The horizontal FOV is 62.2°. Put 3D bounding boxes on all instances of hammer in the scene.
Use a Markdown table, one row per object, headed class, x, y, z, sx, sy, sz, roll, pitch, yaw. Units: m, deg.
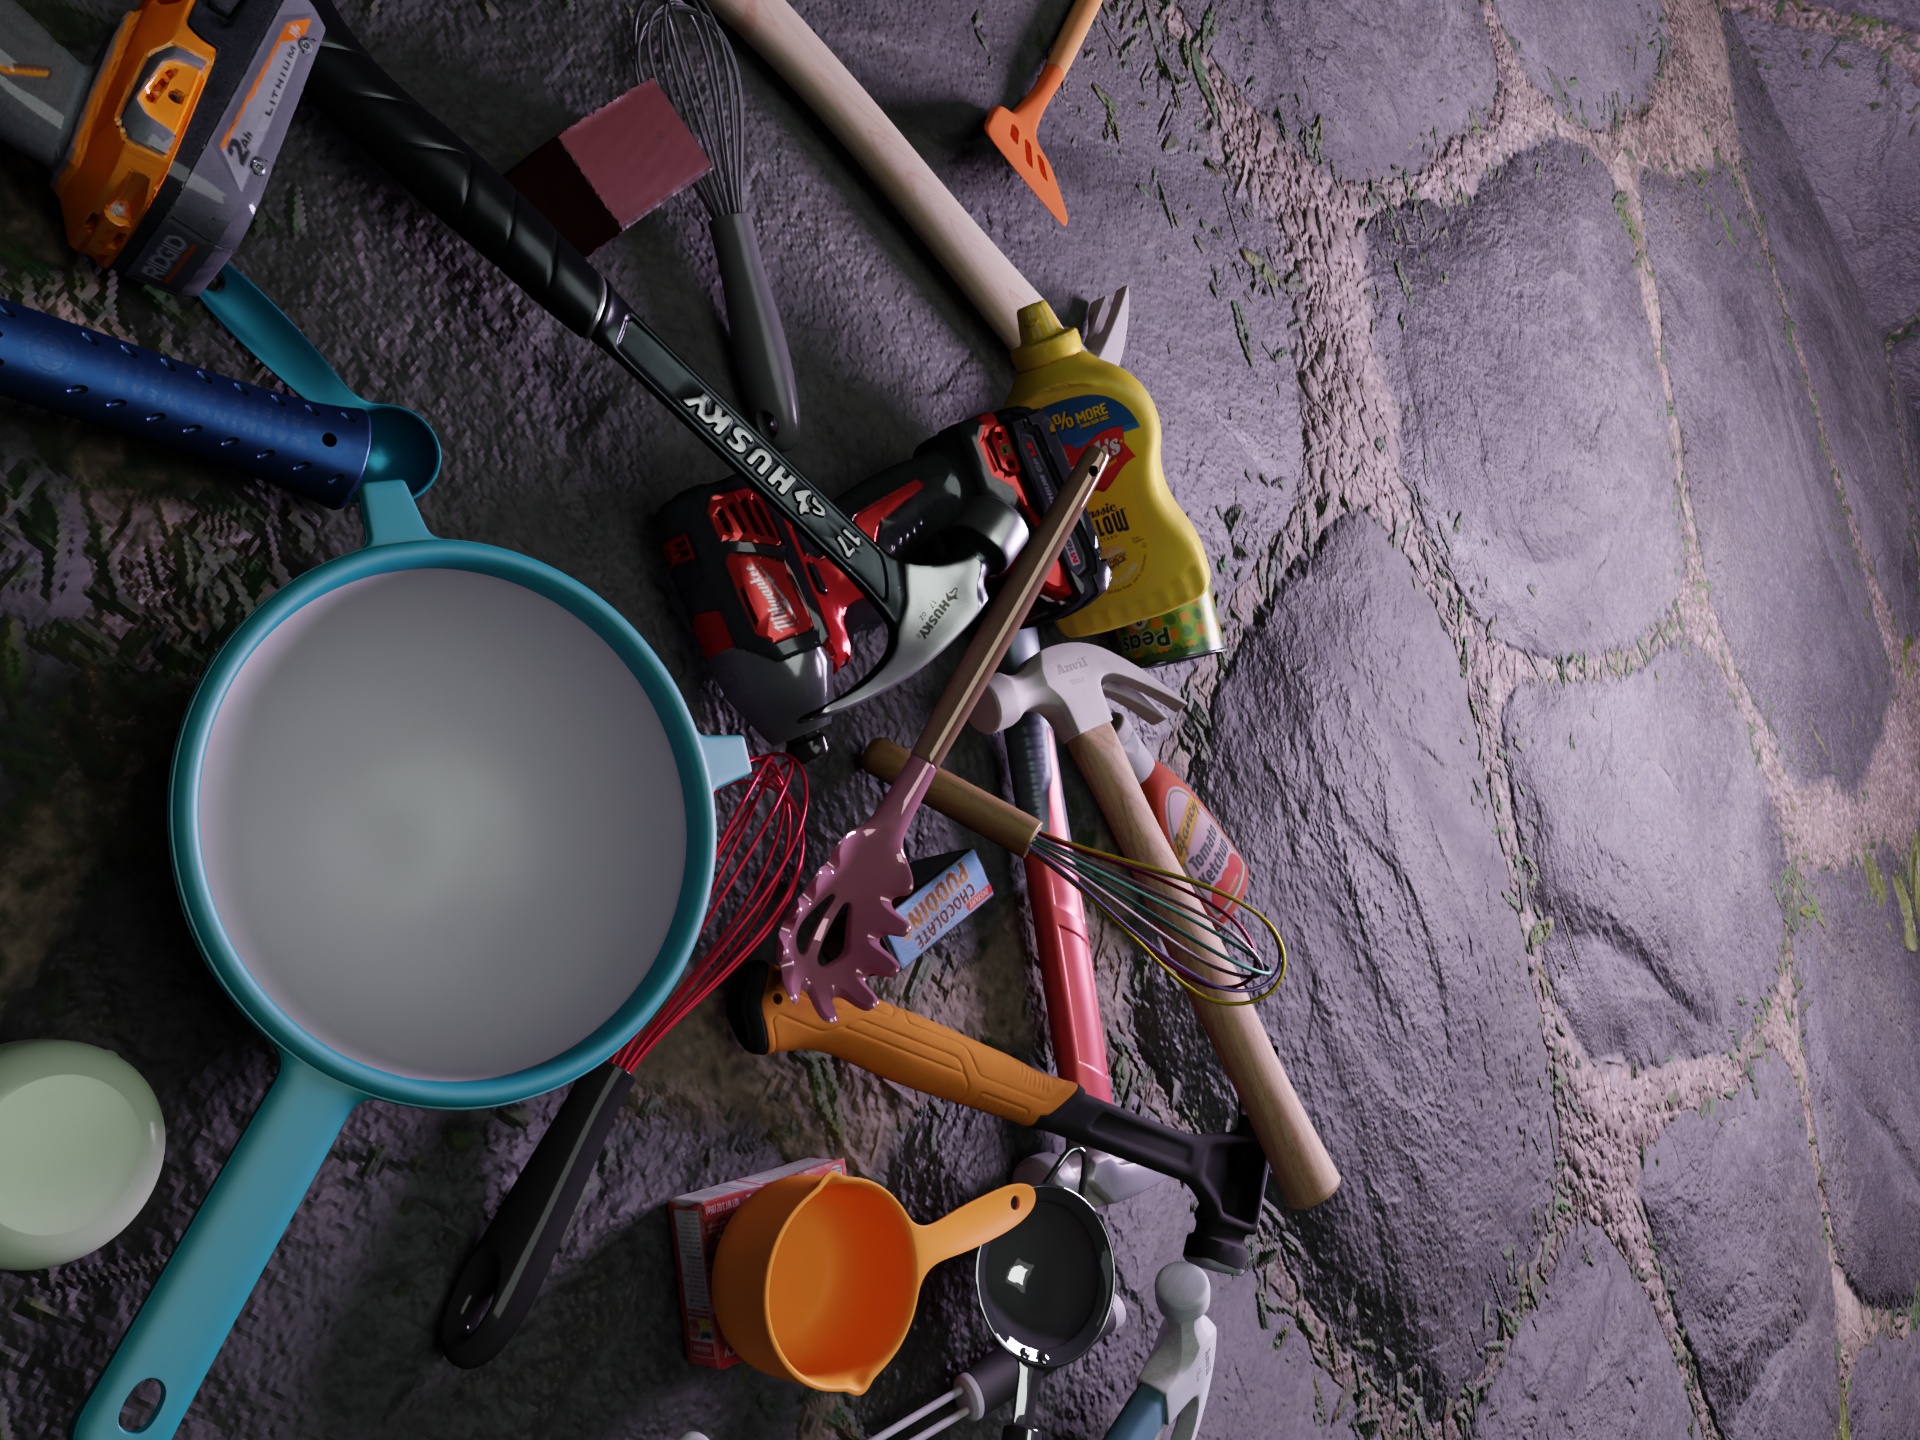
| class | x | y | z | sx | sy | sz | roll | pitch | yaw |
| --- | --- | --- | --- | --- | --- | --- | --- | --- | --- |
| hammer | 0.122 | 0.108 | 0.876 | 0.130 | 0.031 | 0.331 | -21 | 82 | -39 |
| hammer | -0.042 | -0.333 | 0.919 | 0.410 | 0.038 | 0.146 | 42 | 52 | -31 |
| hammer | 0.035 | 0.429 | 0.794 | 0.331 | 0.033 | 0.128 | -41 | 137 | -37 |
| hammer | -0.152 | -0.166 | 0.708 | 0.408 | 0.036 | 0.149 | 42 | 65 | -15 |
| hammer | 0.062 | 0.080 | 0.925 | 0.143 | 0.038 | 0.386 | -3 | 83 | -47 |
| hammer | 0.032 | 0.185 | 0.826 | 0.336 | 0.034 | 0.127 | 26 | 67 | -27 |
| hammer | -0.392 | -0.142 | 0.505 | 0.405 | 0.035 | 0.144 | 17 | 69 | -40 |

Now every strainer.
| class | x | y | z | sx | sy | sz | roll | pitch | yaw |
| --- | --- | --- | --- | --- | --- | --- | --- | --- | --- |
| strainer | 0.028 | 0.331 | 0.753 | 0.086 | 0.050 | 0.259 | 27 | 54 | -25 |
| strainer | -0.228 | 0.095 | 0.586 | 0.210 | 0.095 | 0.341 | 40 | 57 | -29 |

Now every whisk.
| class | x | y | z | sx | sy | sz | roll | pitch | yaw |
| --- | --- | --- | --- | --- | --- | --- | --- | --- | --- |
| whisk | -0.142 | 0.134 | 0.690 | 0.073 | 0.073 | 0.296 | 43 | 58 | -31 |
| whisk | 0.055 | 0.076 | 0.822 | 0.047 | 0.245 | 0.051 | -65 | 170 | 20 |
| whisk | -0.121 | -0.255 | 0.816 | 0.055 | 0.055 | 0.239 | -21 | 101 | -46 |

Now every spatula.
| class | x | y | z | sx | sy | sz | roll | pitch | yaw |
| --- | --- | --- | --- | --- | --- | --- | --- | --- | --- |
| spatula | 0.076 | -0.450 | 1.064 | 0.081 | 0.041 | 0.323 | 42 | 52 | -30 |

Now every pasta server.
| class | x | y | z | sx | sy | sz | roll | pitch | yaw |
| --- | --- | --- | --- | --- | --- | --- | --- | --- | --- |
| pasta server | -0.001 | -0.002 | 0.772 | 0.060 | 0.040 | 0.316 | 35 | 76 | -24 |

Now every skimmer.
| class | x | y | z | sx | sy | sz | roll | pitch | yaw |
| --- | --- | --- | --- | --- | --- | --- | --- | --- | --- |
| skimmer | -0.017 | 0.345 | 0.743 | 0.363 | 0.090 | 0.127 | -9 | 84 | -47 |

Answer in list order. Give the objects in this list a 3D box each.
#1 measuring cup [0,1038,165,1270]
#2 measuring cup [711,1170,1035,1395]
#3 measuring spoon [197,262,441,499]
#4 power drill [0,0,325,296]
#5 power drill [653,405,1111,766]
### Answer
| class | x | y | z | sx | sy | sz | roll | pitch | yaw |
| --- | --- | --- | --- | --- | --- | --- | --- | --- | --- |
| measuring cup | -0.331 | 0.112 | 0.512 | 0.167 | 0.038 | 0.083 | 53 | 48 | -26 |
| measuring cup | -0.038 | 0.241 | 0.730 | 0.173 | 0.052 | 0.095 | -6 | 86 | -47 |
| measuring spoon | -0.269 | -0.141 | 0.657 | 0.042 | 0.021 | 0.128 | -47 | 107 | -14 |
| power drill | -0.352 | -0.269 | 0.556 | 0.226 | 0.084 | 0.164 | 25 | 63 | -35 |
| power drill | -0.036 | -0.072 | 0.813 | 0.219 | 0.078 | 0.143 | -23 | 92 | -33 |
